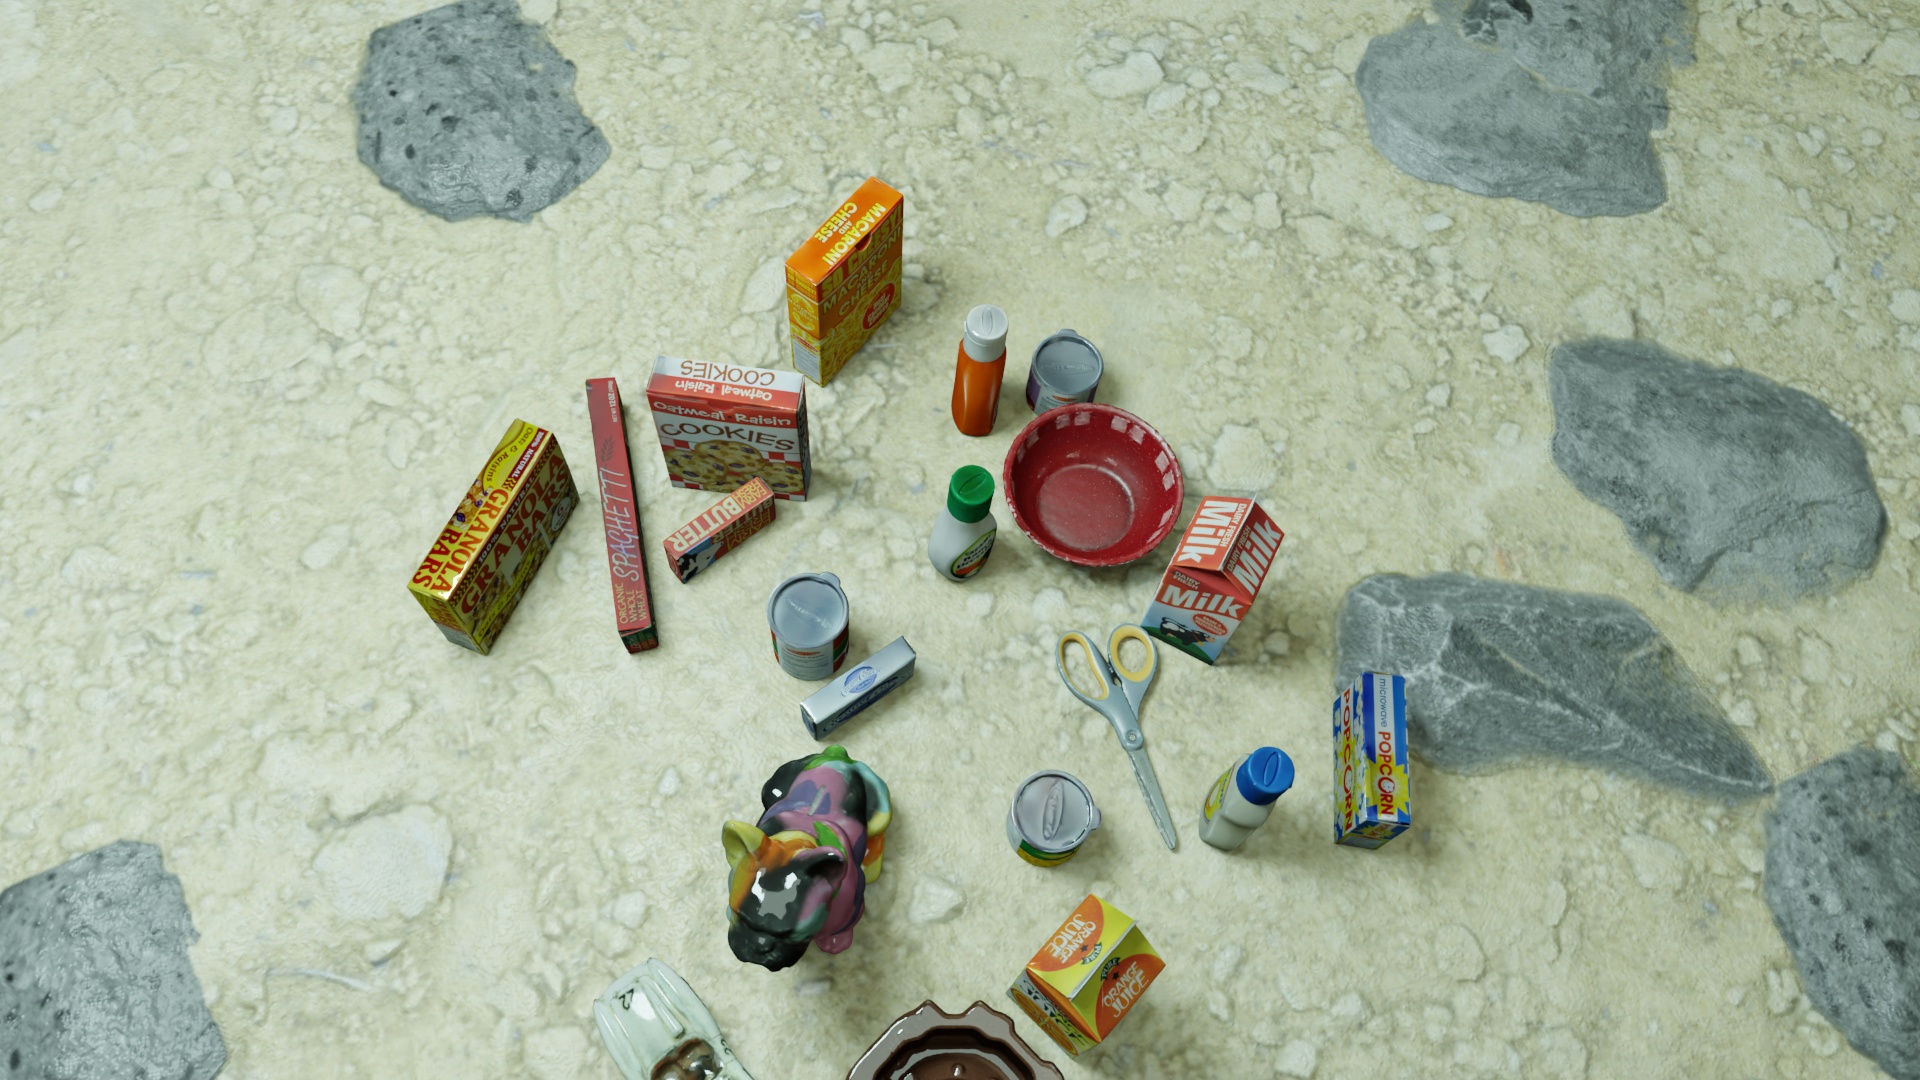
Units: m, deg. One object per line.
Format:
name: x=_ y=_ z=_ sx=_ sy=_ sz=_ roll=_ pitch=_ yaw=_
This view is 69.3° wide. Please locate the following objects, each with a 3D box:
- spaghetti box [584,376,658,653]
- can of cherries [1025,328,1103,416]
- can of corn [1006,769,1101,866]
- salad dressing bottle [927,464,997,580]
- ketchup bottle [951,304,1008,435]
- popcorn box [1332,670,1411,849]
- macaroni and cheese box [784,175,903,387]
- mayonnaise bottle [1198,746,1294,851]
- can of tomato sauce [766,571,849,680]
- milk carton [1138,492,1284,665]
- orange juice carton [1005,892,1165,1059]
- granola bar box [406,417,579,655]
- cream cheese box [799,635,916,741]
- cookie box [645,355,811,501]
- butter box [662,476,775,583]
spaghetti box: x=-0.296 y=-0.025 z=1.210 sx=0.029 sy=0.050 sz=0.251 roll=-10 pitch=66 yaw=-9
can of cherries: x=0.097 y=-0.152 z=1.295 sx=0.071 sy=0.058 sz=0.072 roll=2 pitch=65 yaw=-3
can of corn: x=0.074 y=0.224 z=1.115 sx=0.071 sy=0.058 sz=0.071 roll=2 pitch=65 yaw=-3
salad dressing bottle: x=0.004 y=-0.015 z=1.174 sx=0.064 sy=0.147 sz=0.044 roll=-37 pitch=73 yaw=-18
ketchup bottle: x=0.017 y=-0.154 z=1.240 sx=0.043 sy=0.148 sz=0.065 roll=1 pitch=65 yaw=-4
popcorn box: x=0.336 y=0.181 z=1.141 sx=0.038 sy=0.085 sz=0.127 roll=7 pitch=65 yaw=-1
macaroni and cheese box: x=-0.102 y=-0.231 z=1.257 sx=0.040 sy=0.165 sz=0.124 roll=35 pitch=67 yaw=12
mayonnaise bottle: x=0.224 y=0.198 z=1.089 sx=0.041 sy=0.147 sz=0.065 roll=21 pitch=66 yaw=6
can of tomato sauce: x=-0.125 y=0.071 z=1.159 sx=0.071 sy=0.082 sz=0.071 roll=2 pitch=65 yaw=-3
milk carton: x=0.208 y=0.028 z=1.145 sx=0.073 sy=0.189 sz=0.072 roll=26 pitch=66 yaw=8
orange juice carton: x=0.090 y=0.314 z=1.000 sx=0.073 sy=0.191 sz=0.072 roll=42 pitch=69 yaw=14
granola bar box: x=-0.381 y=-0.001 z=1.152 sx=0.039 sy=0.123 sz=0.166 roll=22 pitch=65 yaw=6
cream cheese box: x=-0.084 y=0.123 z=1.154 sx=0.104 sy=0.053 sz=0.024 roll=-33 pitch=72 yaw=-18
cookie box: x=-0.193 y=-0.091 z=1.184 sx=0.123 sy=0.166 sz=0.040 roll=7 pitch=65 yaw=-1
butter box: x=-0.208 y=-0.009 z=1.208 sx=0.104 sy=0.053 sz=0.024 roll=-37 pitch=73 yaw=-19
